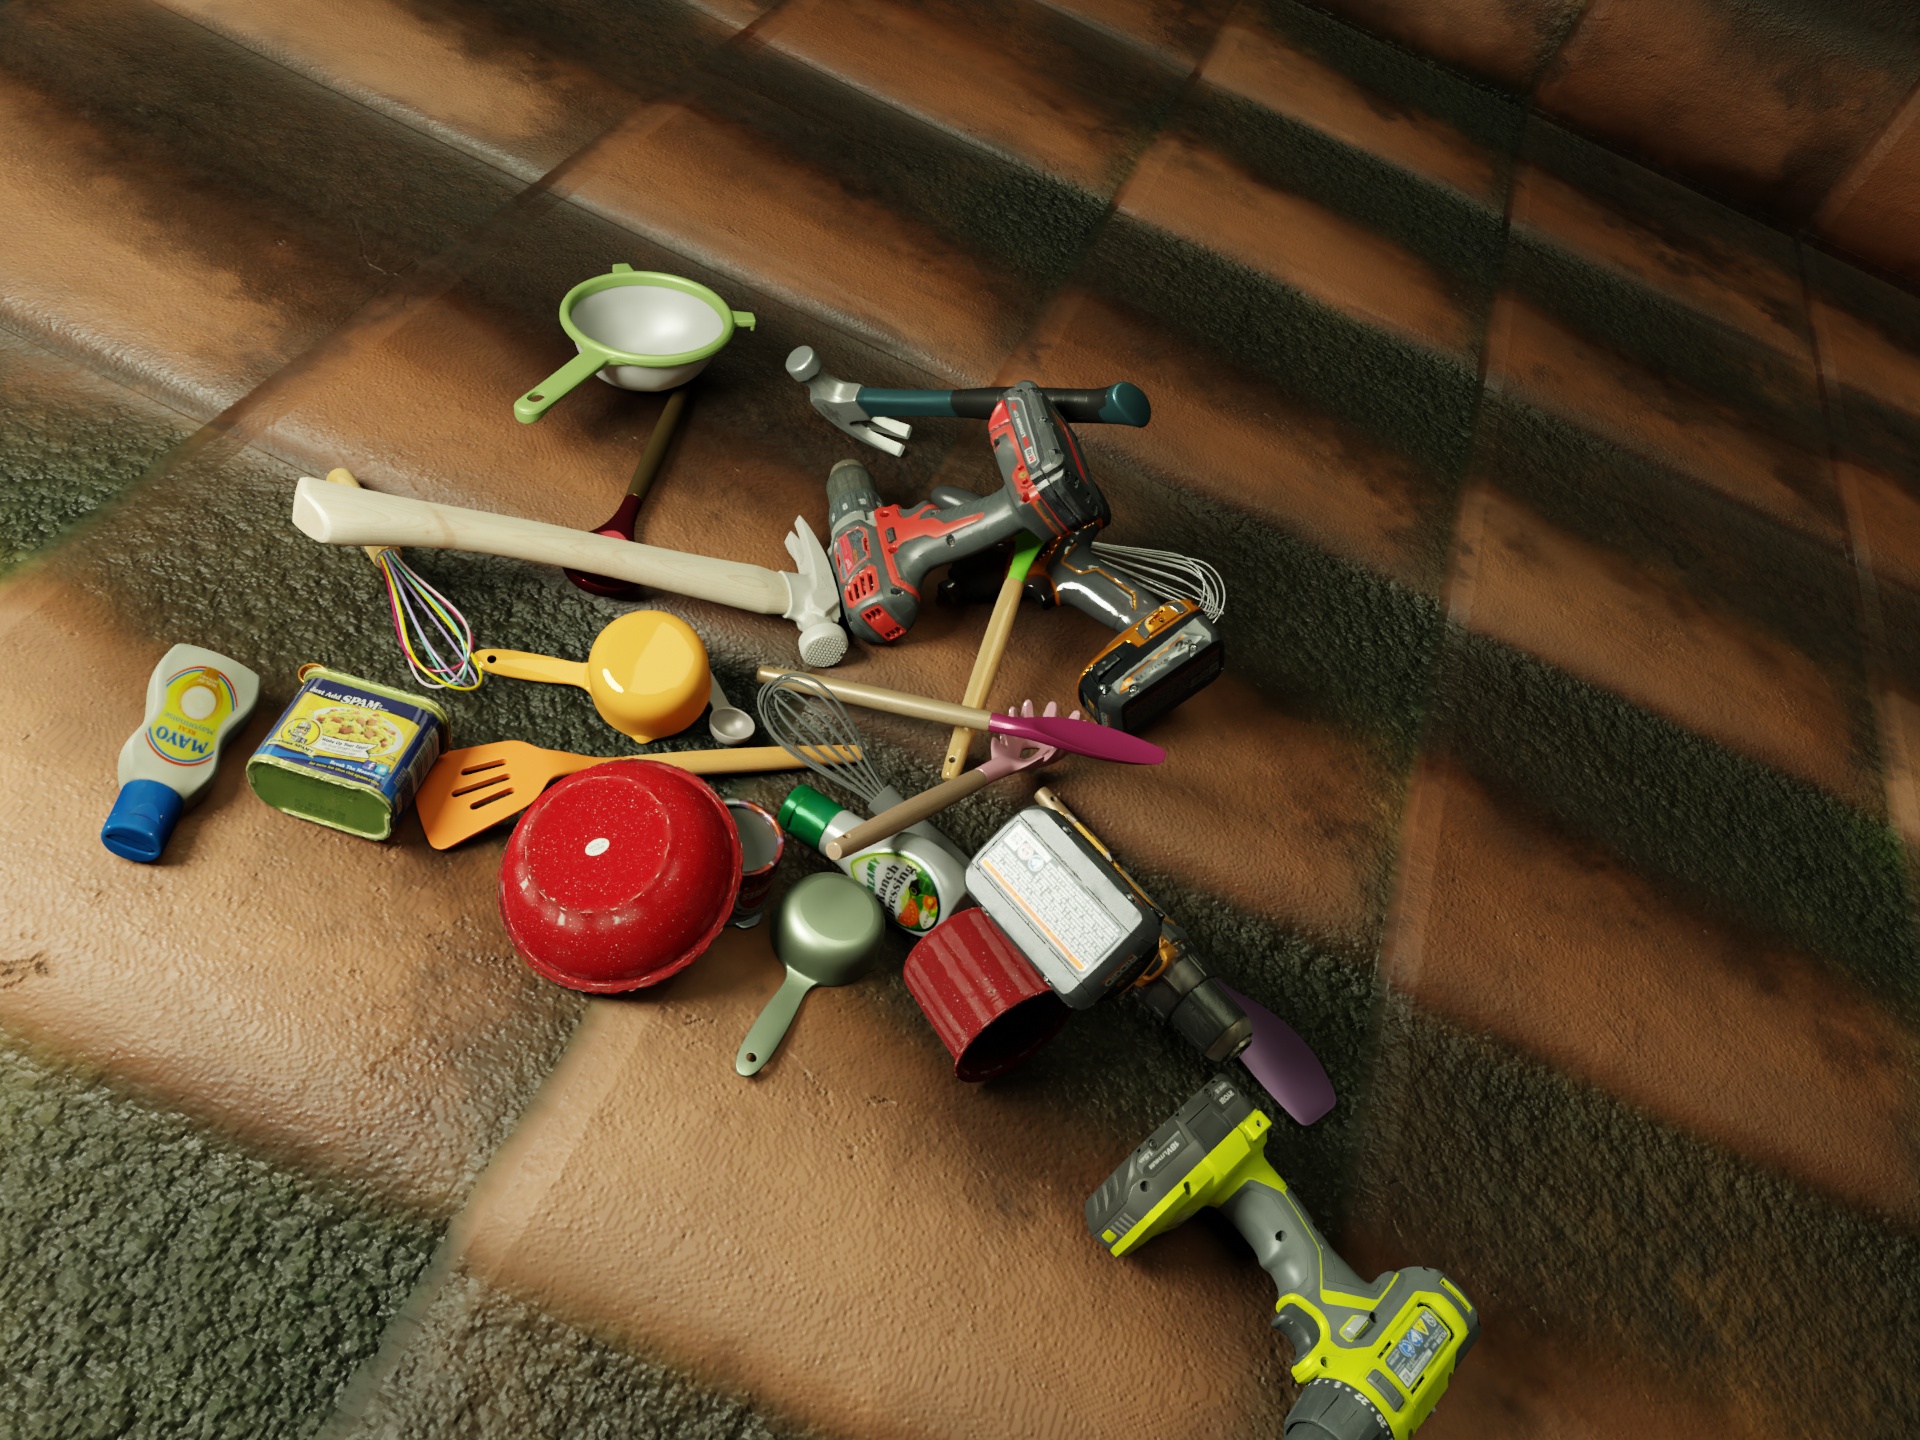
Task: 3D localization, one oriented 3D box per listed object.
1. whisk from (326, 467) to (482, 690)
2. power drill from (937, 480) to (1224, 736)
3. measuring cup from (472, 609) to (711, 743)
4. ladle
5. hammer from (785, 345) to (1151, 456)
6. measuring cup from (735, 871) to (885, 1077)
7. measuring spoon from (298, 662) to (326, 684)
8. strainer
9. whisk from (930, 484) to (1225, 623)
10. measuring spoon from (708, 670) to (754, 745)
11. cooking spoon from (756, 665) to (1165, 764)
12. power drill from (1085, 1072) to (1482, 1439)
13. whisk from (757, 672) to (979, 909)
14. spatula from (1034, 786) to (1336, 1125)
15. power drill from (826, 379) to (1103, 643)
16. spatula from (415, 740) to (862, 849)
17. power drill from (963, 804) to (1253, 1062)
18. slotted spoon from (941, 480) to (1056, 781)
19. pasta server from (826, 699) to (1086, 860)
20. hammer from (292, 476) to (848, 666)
[{"bbox_3d":[-0.413,-0.107,1.164,0.047,0.051,0.245,-21,57,-30],"label":"whisk"},{"bbox_3d":[0.095,-0.094,1.332,0.164,0.084,0.227,-34,63,-8],"label":"power drill"},{"bbox_3d":[-0.266,-0.042,1.145,0.173,0.052,0.095,8,67,-6],"label":"measuring cup"},{"bbox_3d":[-0.267,-0.199,1.327,0.069,0.031,0.316,23,41,-12],"label":"ladle"},{"bbox_3d":[0.009,-0.274,1.373,0.331,0.128,0.033,9,68,33],"label":"hammer"},{"bbox_3d":[-0.103,0.164,1.044,0.083,0.038,0.168,28,42,3],"label":"measuring cup"},{"bbox_3d":[-0.404,-0.005,1.096,0.117,0.011,0.021,30,44,0],"label":"measuring spoon"},{"bbox_3d":[-0.301,-0.303,1.378,0.151,0.069,0.256,24,45,13],"label":"strainer"},{"bbox_3d":[0.104,-0.151,1.428,0.284,0.070,0.070,23,44,5],"label":"whisk"},{"bbox_3d":[-0.194,-0.022,1.203,0.034,0.018,0.124,-8,46,-36],"label":"measuring spoon"},{"bbox_3d":[-0.002,-0.004,1.208,0.319,0.017,0.069,12,19,8],"label":"cooking spoon"},{"bbox_3d":[0.188,0.350,0.972,0.190,0.080,0.229,-29,67,-40],"label":"power drill"},{"bbox_3d":[-0.056,0.055,1.152,0.239,0.055,0.055,45,46,4],"label":"whisk"},{"bbox_3d":[0.160,0.165,1.175,0.060,0.018,0.316,-23,62,-40],"label":"spatula"},{"bbox_3d":[-0.013,-0.184,1.308,0.080,0.226,0.188,42,25,-47],"label":"power drill"},{"bbox_3d":[-0.217,0.038,1.129,0.322,0.041,0.081,-3,48,-31],"label":"spatula"},{"bbox_3d":[0.107,0.149,1.054,0.185,0.084,0.226,47,5,23],"label":"power drill"},{"bbox_3d":[0.039,-0.090,1.282,0.070,0.031,0.314,9,64,21],"label":"slotted spoon"},{"bbox_3d":[0.000,0.042,1.157,0.060,0.040,0.316,21,23,26],"label":"pasta server"},{"bbox_3d":[-0.282,-0.132,1.198,0.410,0.038,0.146,9,44,-31],"label":"hammer"}]
